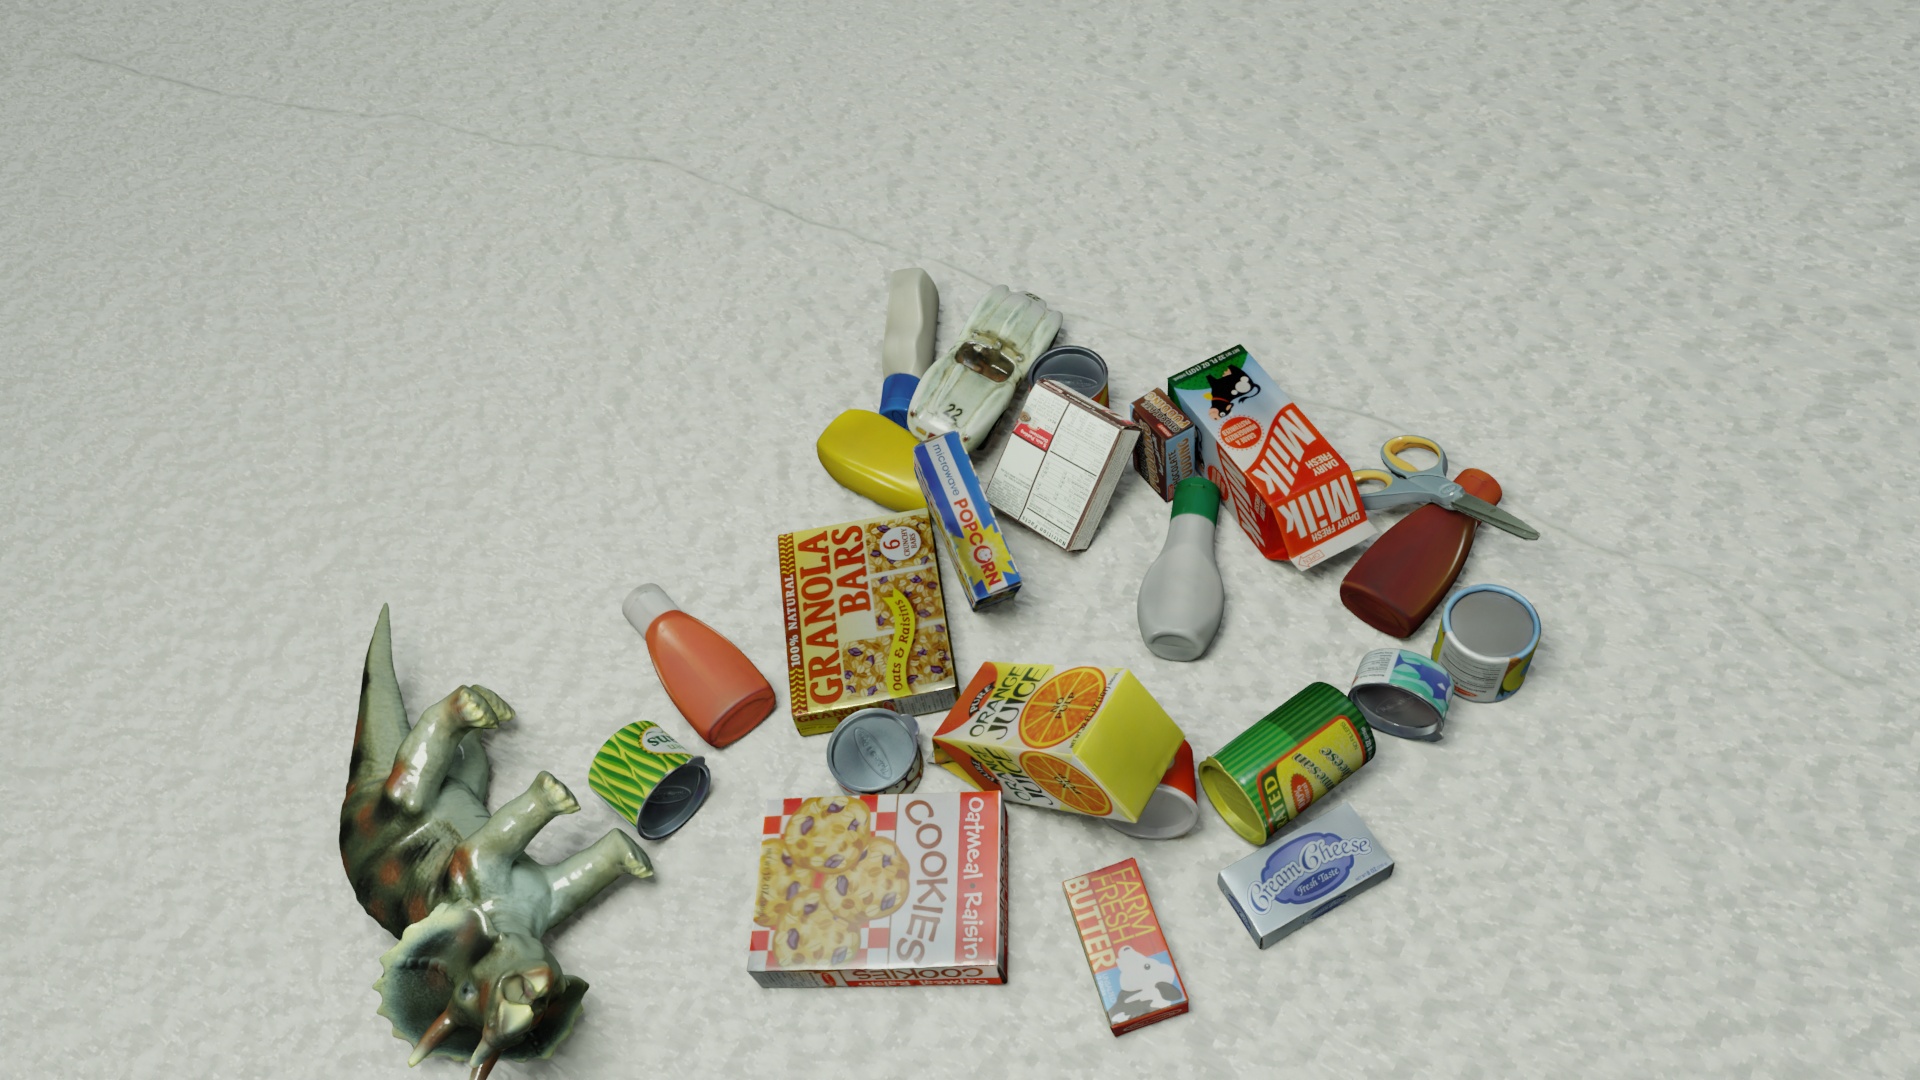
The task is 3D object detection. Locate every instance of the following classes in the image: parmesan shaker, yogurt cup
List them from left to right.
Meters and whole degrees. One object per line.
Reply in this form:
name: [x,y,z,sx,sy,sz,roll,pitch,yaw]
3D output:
yogurt cup: [0.130,0.165,0.950,0.072,0.072,0.054,3,47,11]
parmesan shaker: [0.221,0.147,0.940,0.103,0.071,0.071,-32,56,-17]

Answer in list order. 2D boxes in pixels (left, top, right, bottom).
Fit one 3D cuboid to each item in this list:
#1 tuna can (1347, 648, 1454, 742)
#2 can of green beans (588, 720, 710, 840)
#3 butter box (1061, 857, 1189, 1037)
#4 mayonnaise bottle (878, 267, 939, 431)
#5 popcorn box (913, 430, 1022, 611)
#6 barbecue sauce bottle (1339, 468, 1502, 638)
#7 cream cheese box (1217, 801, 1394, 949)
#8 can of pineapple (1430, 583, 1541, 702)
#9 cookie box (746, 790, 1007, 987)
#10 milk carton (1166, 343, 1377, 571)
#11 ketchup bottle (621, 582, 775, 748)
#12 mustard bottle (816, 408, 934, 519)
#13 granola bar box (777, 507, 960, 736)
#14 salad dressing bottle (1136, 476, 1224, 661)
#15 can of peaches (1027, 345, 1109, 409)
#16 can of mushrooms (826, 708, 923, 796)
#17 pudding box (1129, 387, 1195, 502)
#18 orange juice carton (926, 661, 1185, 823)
tuna can: [0.308,0.107,0.963,0.071,0.070,0.033,18,59,20]
can of green beans: [-0.223,0.171,0.998,0.058,0.071,0.071,33,66,28]
butter box: [0.107,0.263,0.906,0.053,0.024,0.104,-17,54,-3]
mayonnaise bottle: [-0.046,-0.165,1.214,0.041,0.064,0.149,-3,58,15]
popcorn box: [0.004,-0.013,1.054,0.038,0.085,0.127,-22,82,-6]
barbecue sauce bottle: [0.351,0.005,1.042,0.065,0.043,0.149,33,65,31]
cream cheese box: [0.227,0.221,0.919,0.104,0.024,0.053,-26,54,-10]
can of pineapple: [0.371,0.071,0.982,0.071,0.057,0.071,-4,54,6]
cookie box: [-0.052,0.236,0.942,0.167,0.040,0.123,-3,55,8]
milk carton: [0.240,-0.058,1.085,0.072,0.073,0.191,-26,55,-10]
ketchup bottle: [-0.207,0.090,1.067,0.065,0.043,0.149,-37,57,-18]
mustard bottle: [-0.043,-0.052,1.140,0.160,0.048,0.065,30,62,25]
granola bar box: [-0.072,0.061,1.070,0.124,0.039,0.166,-10,54,1]
salad dressing bottle: [0.173,0.019,1.060,0.064,0.043,0.148,6,55,14]
can of peaches: [0.091,-0.118,1.160,0.071,0.057,0.071,-4,55,6]
can of mushrooms: [-0.059,0.156,1.003,0.071,0.033,0.071,-5,54,6]
pudding box: [0.161,-0.075,1.103,0.030,0.083,0.050,-29,56,-12]
orange juice carton: [0.052,0.132,0.949,0.192,0.073,0.072,-4,44,53]
